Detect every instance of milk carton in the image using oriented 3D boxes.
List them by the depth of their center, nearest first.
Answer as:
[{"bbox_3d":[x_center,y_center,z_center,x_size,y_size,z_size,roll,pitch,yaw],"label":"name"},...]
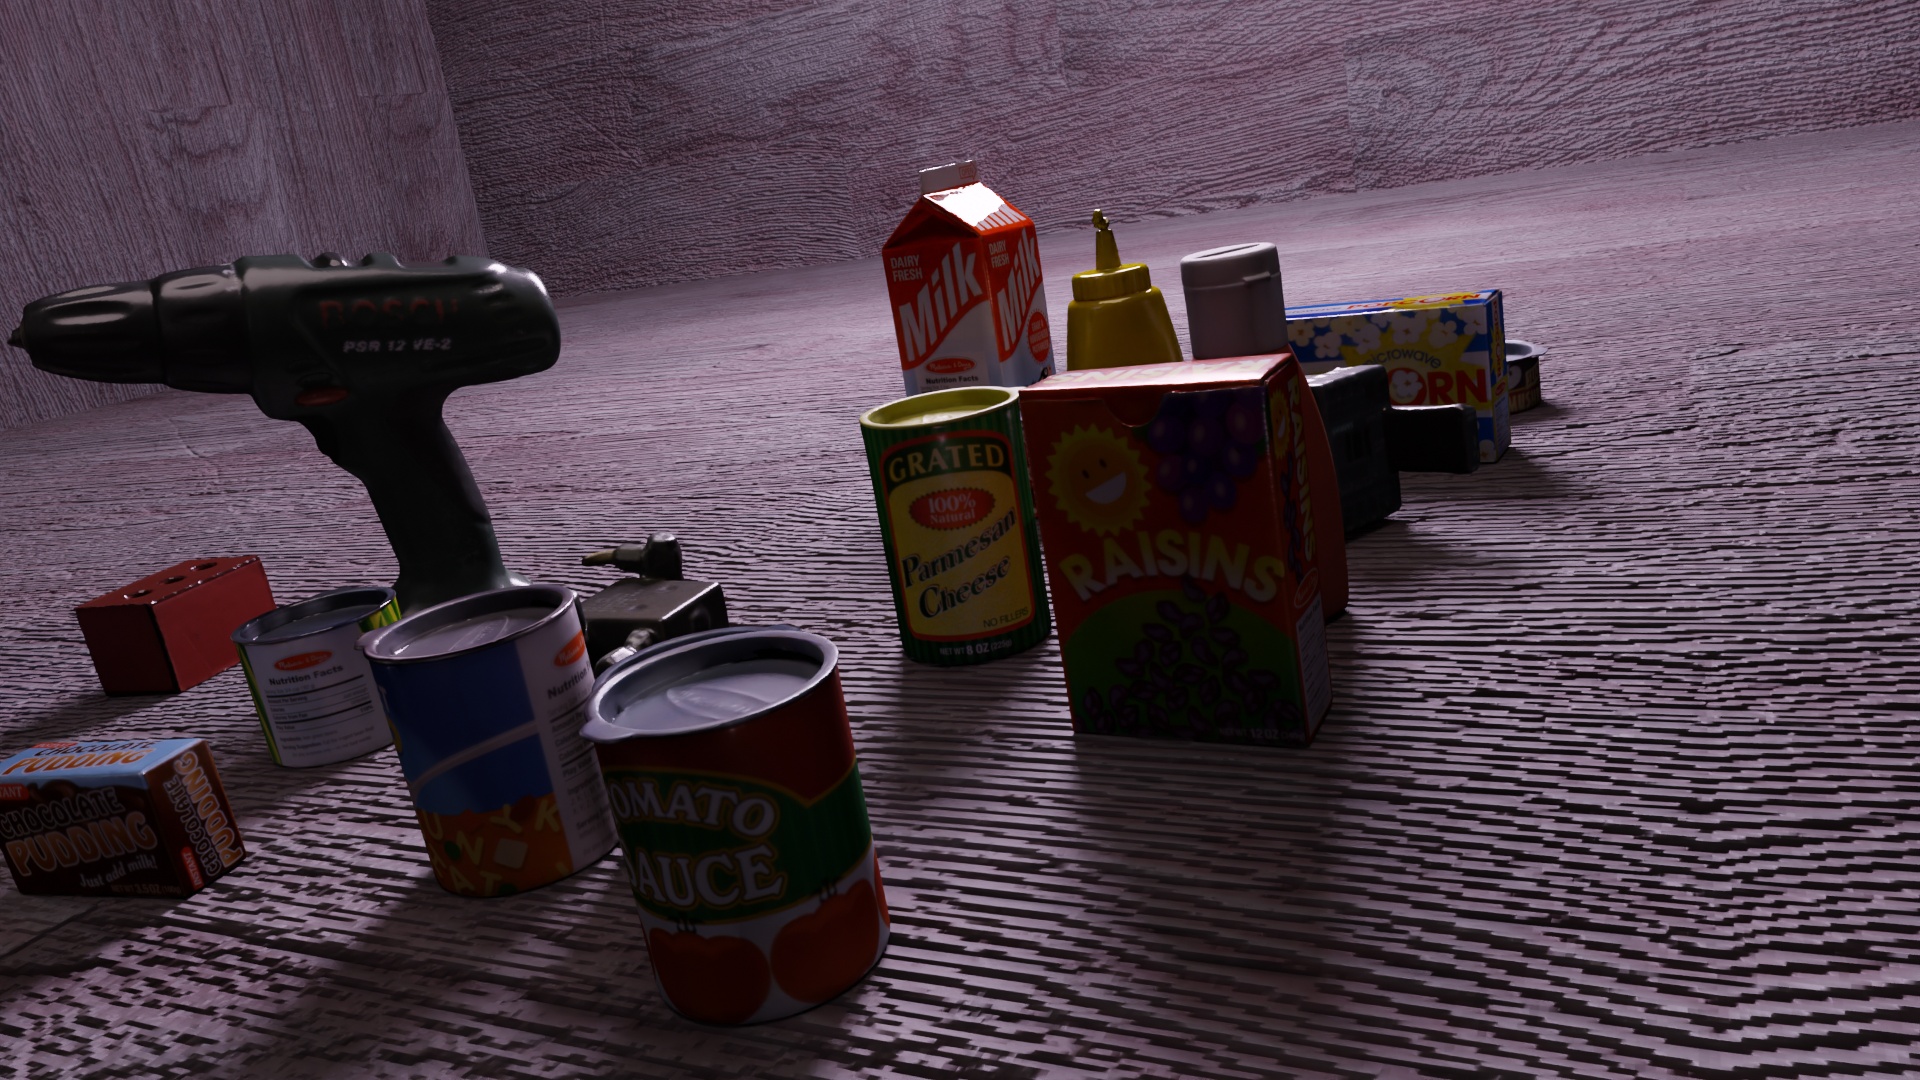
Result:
[{"bbox_3d":[0.007,-0.136,0.860,0.073,0.190,0.073,-1,18,30],"label":"milk carton"}]

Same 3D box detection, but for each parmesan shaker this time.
[{"bbox_3d":[0.002,-0.007,0.580,0.071,0.102,0.071,-9,16,3],"label":"parmesan shaker"}]

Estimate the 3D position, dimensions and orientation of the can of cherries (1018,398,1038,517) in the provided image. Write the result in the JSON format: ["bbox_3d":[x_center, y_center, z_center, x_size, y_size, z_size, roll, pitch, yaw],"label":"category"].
[{"bbox_3d":[0.043,-0.048,0.777,0.071,0.058,0.072,-9,16,3],"label":"can of cherries"}]

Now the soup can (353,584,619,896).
[{"bbox_3d":[-0.154,0.065,0.460,0.071,0.083,0.071,-9,16,3],"label":"soup can"}]

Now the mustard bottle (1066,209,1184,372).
[{"bbox_3d":[0.085,-0.090,0.712,0.065,0.159,0.049,-11,16,-4],"label":"mustard bottle"}]

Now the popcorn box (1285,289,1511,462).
[{"bbox_3d":[0.225,-0.085,0.748,0.126,0.085,0.038,0,18,32],"label":"popcorn box"}]

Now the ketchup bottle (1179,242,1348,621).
[{"bbox_3d":[0.113,-0.038,0.537,0.065,0.148,0.043,-15,16,-18],"label":"ketchup bottle"}]

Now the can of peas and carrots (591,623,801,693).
[{"bbox_3d":[-0.079,0.066,0.456,0.071,0.058,0.071,-9,16,3],"label":"can of peas and carrots"}]

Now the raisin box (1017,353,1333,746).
[{"bbox_3d":[0.072,0.004,0.464,0.086,0.123,0.040,0,18,31],"label":"raisin box"}]

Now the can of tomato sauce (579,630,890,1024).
[{"bbox_3d":[-0.058,0.075,0.369,0.071,0.083,0.071,-9,16,3],"label":"can of tomato sauce"}]

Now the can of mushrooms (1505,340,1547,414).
[{"bbox_3d":[0.312,-0.096,0.827,0.071,0.033,0.071,-9,16,3],"label":"can of mushrooms"}]

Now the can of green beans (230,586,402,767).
[{"bbox_3d":[-0.271,0.058,0.600,0.071,0.057,0.071,-9,16,3],"label":"can of green beans"}]

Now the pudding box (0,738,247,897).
[{"bbox_3d":[-0.303,0.098,0.495,0.083,0.049,0.030,-4,17,20],"label":"pudding box"}]
